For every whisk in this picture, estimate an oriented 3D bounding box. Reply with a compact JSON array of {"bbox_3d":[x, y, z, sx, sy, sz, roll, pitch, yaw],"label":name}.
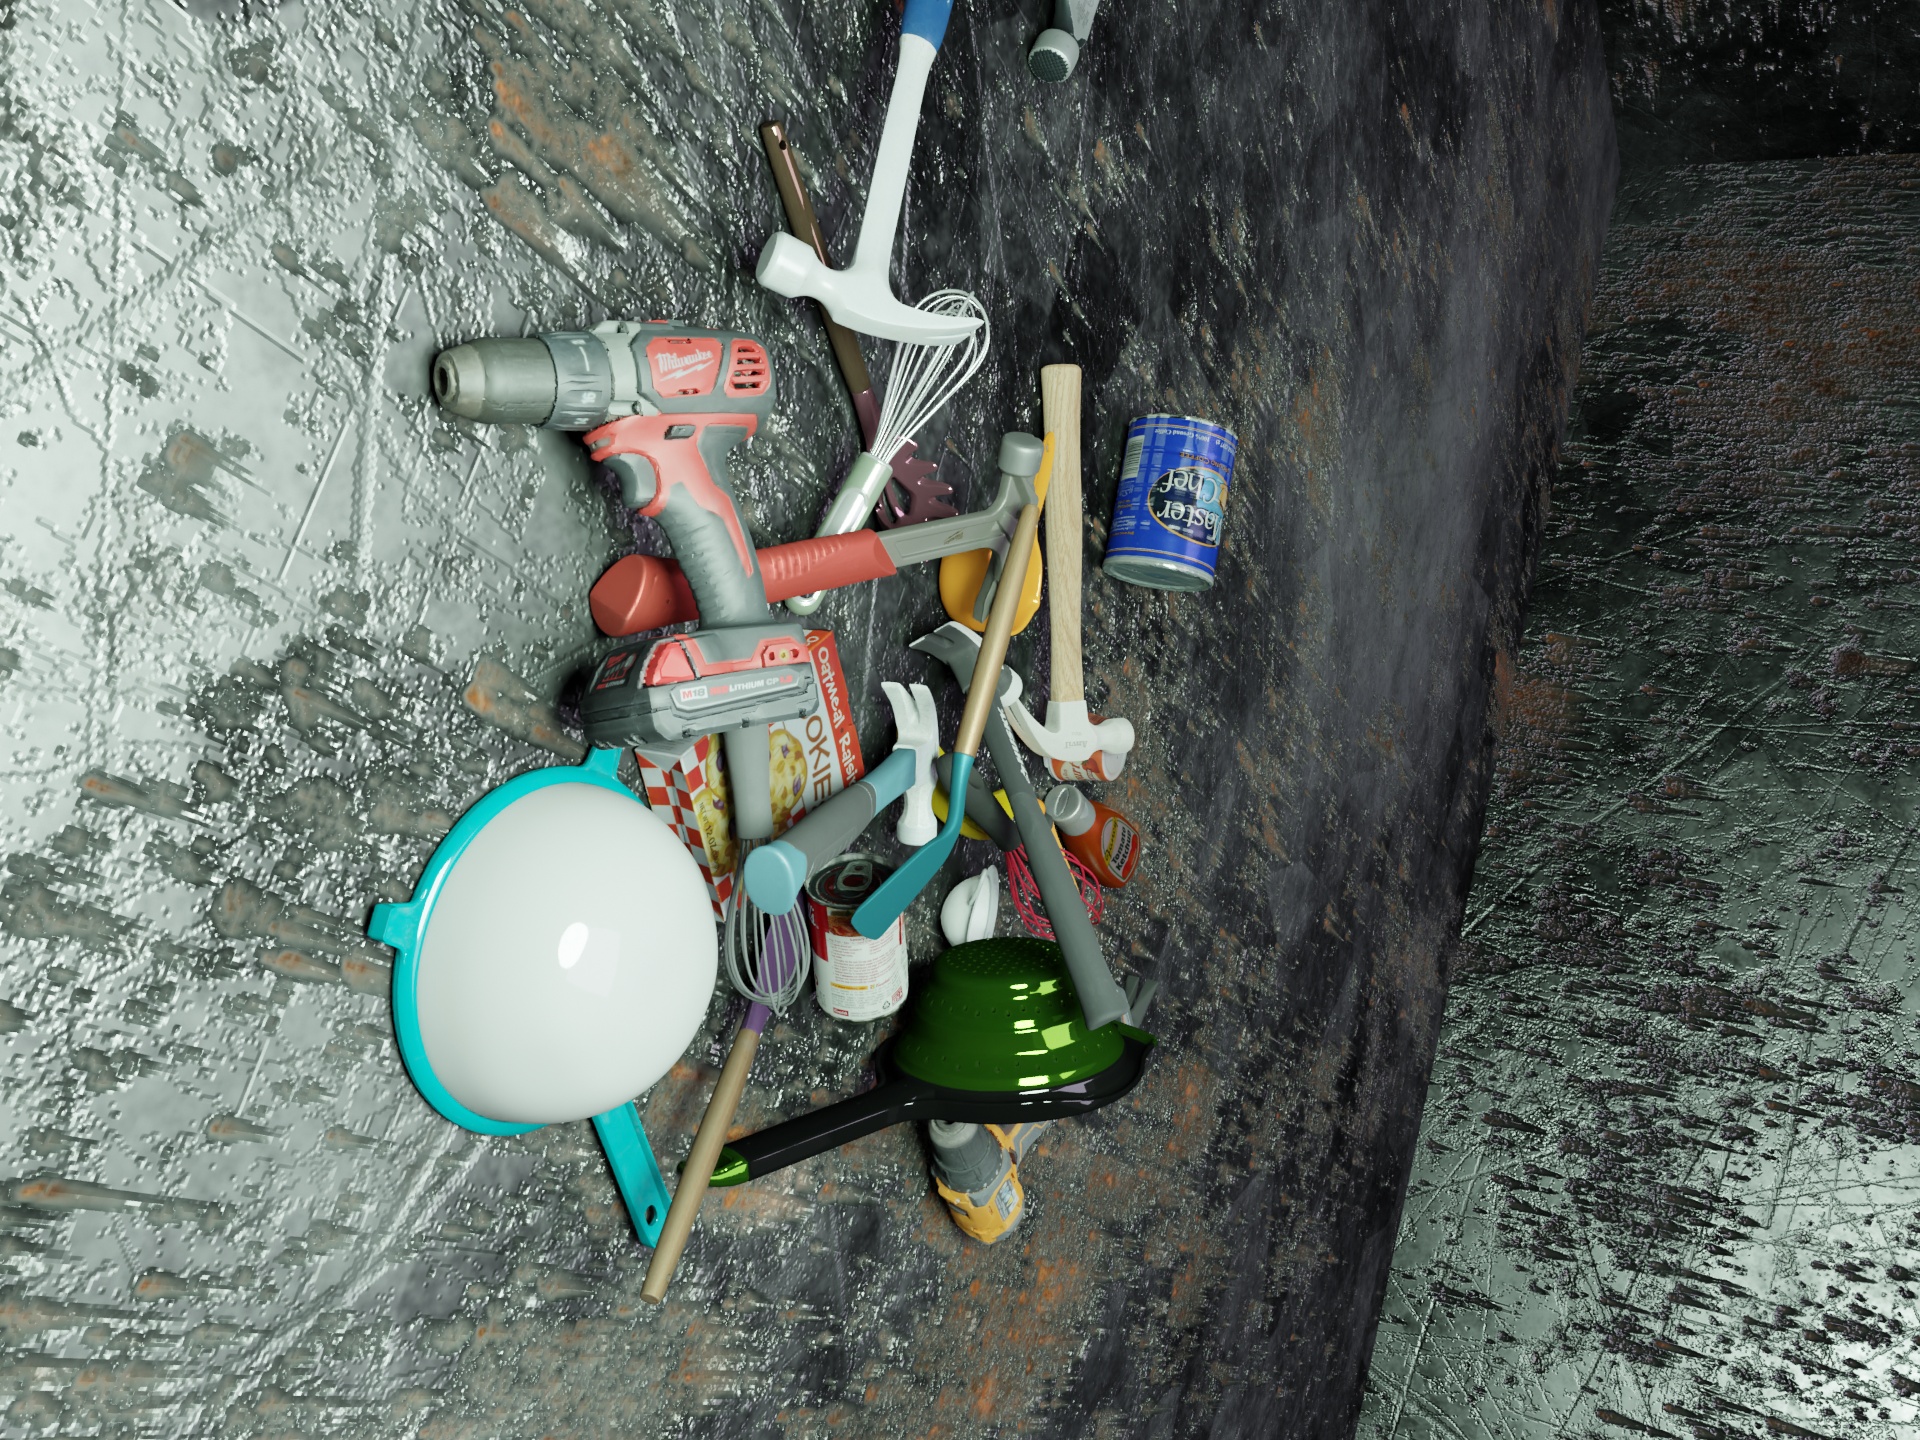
[{"bbox_3d":[-0.124,0.067,0.969,0.055,0.055,0.239,-22,112,-56],"label":"whisk"},{"bbox_3d":[-0.052,-0.179,1.062,0.246,0.058,0.059,-61,-175,-1],"label":"whisk"},{"bbox_3d":[0.046,0.102,1.257,0.295,0.073,0.073,52,53,-51],"label":"whisk"}]

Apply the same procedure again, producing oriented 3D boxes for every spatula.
[{"bbox_3d":[-0.142,0.222,1.011,0.316,0.018,0.059,-72,157,-46],"label":"spatula"},{"bbox_3d":[-0.002,-0.003,1.073,0.082,0.044,0.318,59,46,-70],"label":"spatula"}]

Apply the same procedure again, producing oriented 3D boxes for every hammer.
[{"bbox_3d":[0.049,0.071,1.159,0.146,0.035,0.335,38,27,-55],"label":"hammer"},{"bbox_3d":[0.024,-0.670,1.128,0.408,0.036,0.149,55,50,-49],"label":"hammer"},{"bbox_3d":[0.085,-0.130,1.337,0.130,0.031,0.331,-5,96,-34],"label":"hammer"},{"bbox_3d":[0.115,0.201,1.494,0.127,0.034,0.336,-58,142,-34],"label":"hammer"},{"bbox_3d":[-0.067,0.057,1.030,0.331,0.033,0.128,-39,132,-72],"label":"hammer"},{"bbox_3d":[-0.079,-0.095,1.026,0.359,0.037,0.149,-19,131,-44],"label":"hammer"},{"bbox_3d":[-0.025,-0.428,1.039,0.144,0.035,0.406,20,69,-26],"label":"hammer"}]

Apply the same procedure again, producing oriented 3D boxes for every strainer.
[{"bbox_3d":[-0.190,0.190,0.915,0.211,0.095,0.340,-46,133,-46],"label":"strainer"},{"bbox_3d":[0.023,0.203,1.334,0.258,0.050,0.087,73,30,-45],"label":"strainer"}]

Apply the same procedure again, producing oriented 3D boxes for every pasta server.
[{"bbox_3d":[-0.070,-0.246,1.068,0.060,0.040,0.315,-39,131,-25],"label":"pasta server"}]

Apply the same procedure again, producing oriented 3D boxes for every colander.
[{"bbox_3d":[-0.027,0.233,1.148,0.397,0.205,0.094,-11,102,-39],"label":"colander"}]

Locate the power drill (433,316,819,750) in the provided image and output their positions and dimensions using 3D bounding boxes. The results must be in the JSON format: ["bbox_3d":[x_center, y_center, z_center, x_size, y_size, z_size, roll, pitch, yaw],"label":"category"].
[{"bbox_3d":[-0.172,-0.101,0.844,0.188,0.080,0.227,-10,92,-41],"label":"power drill"}]

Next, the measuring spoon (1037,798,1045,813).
[{"bbox_3d":[0.052,0.037,1.351,0.021,0.011,0.116,-107,176,-60],"label":"measuring spoon"}]

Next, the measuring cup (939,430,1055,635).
[{"bbox_3d":[0.032,-0.151,1.253,0.095,0.052,0.174,40,61,-55],"label":"measuring cup"}]

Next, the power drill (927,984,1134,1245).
[{"bbox_3d":[0.054,0.312,1.343,0.226,0.084,0.185,-51,146,-26],"label":"power drill"}]
